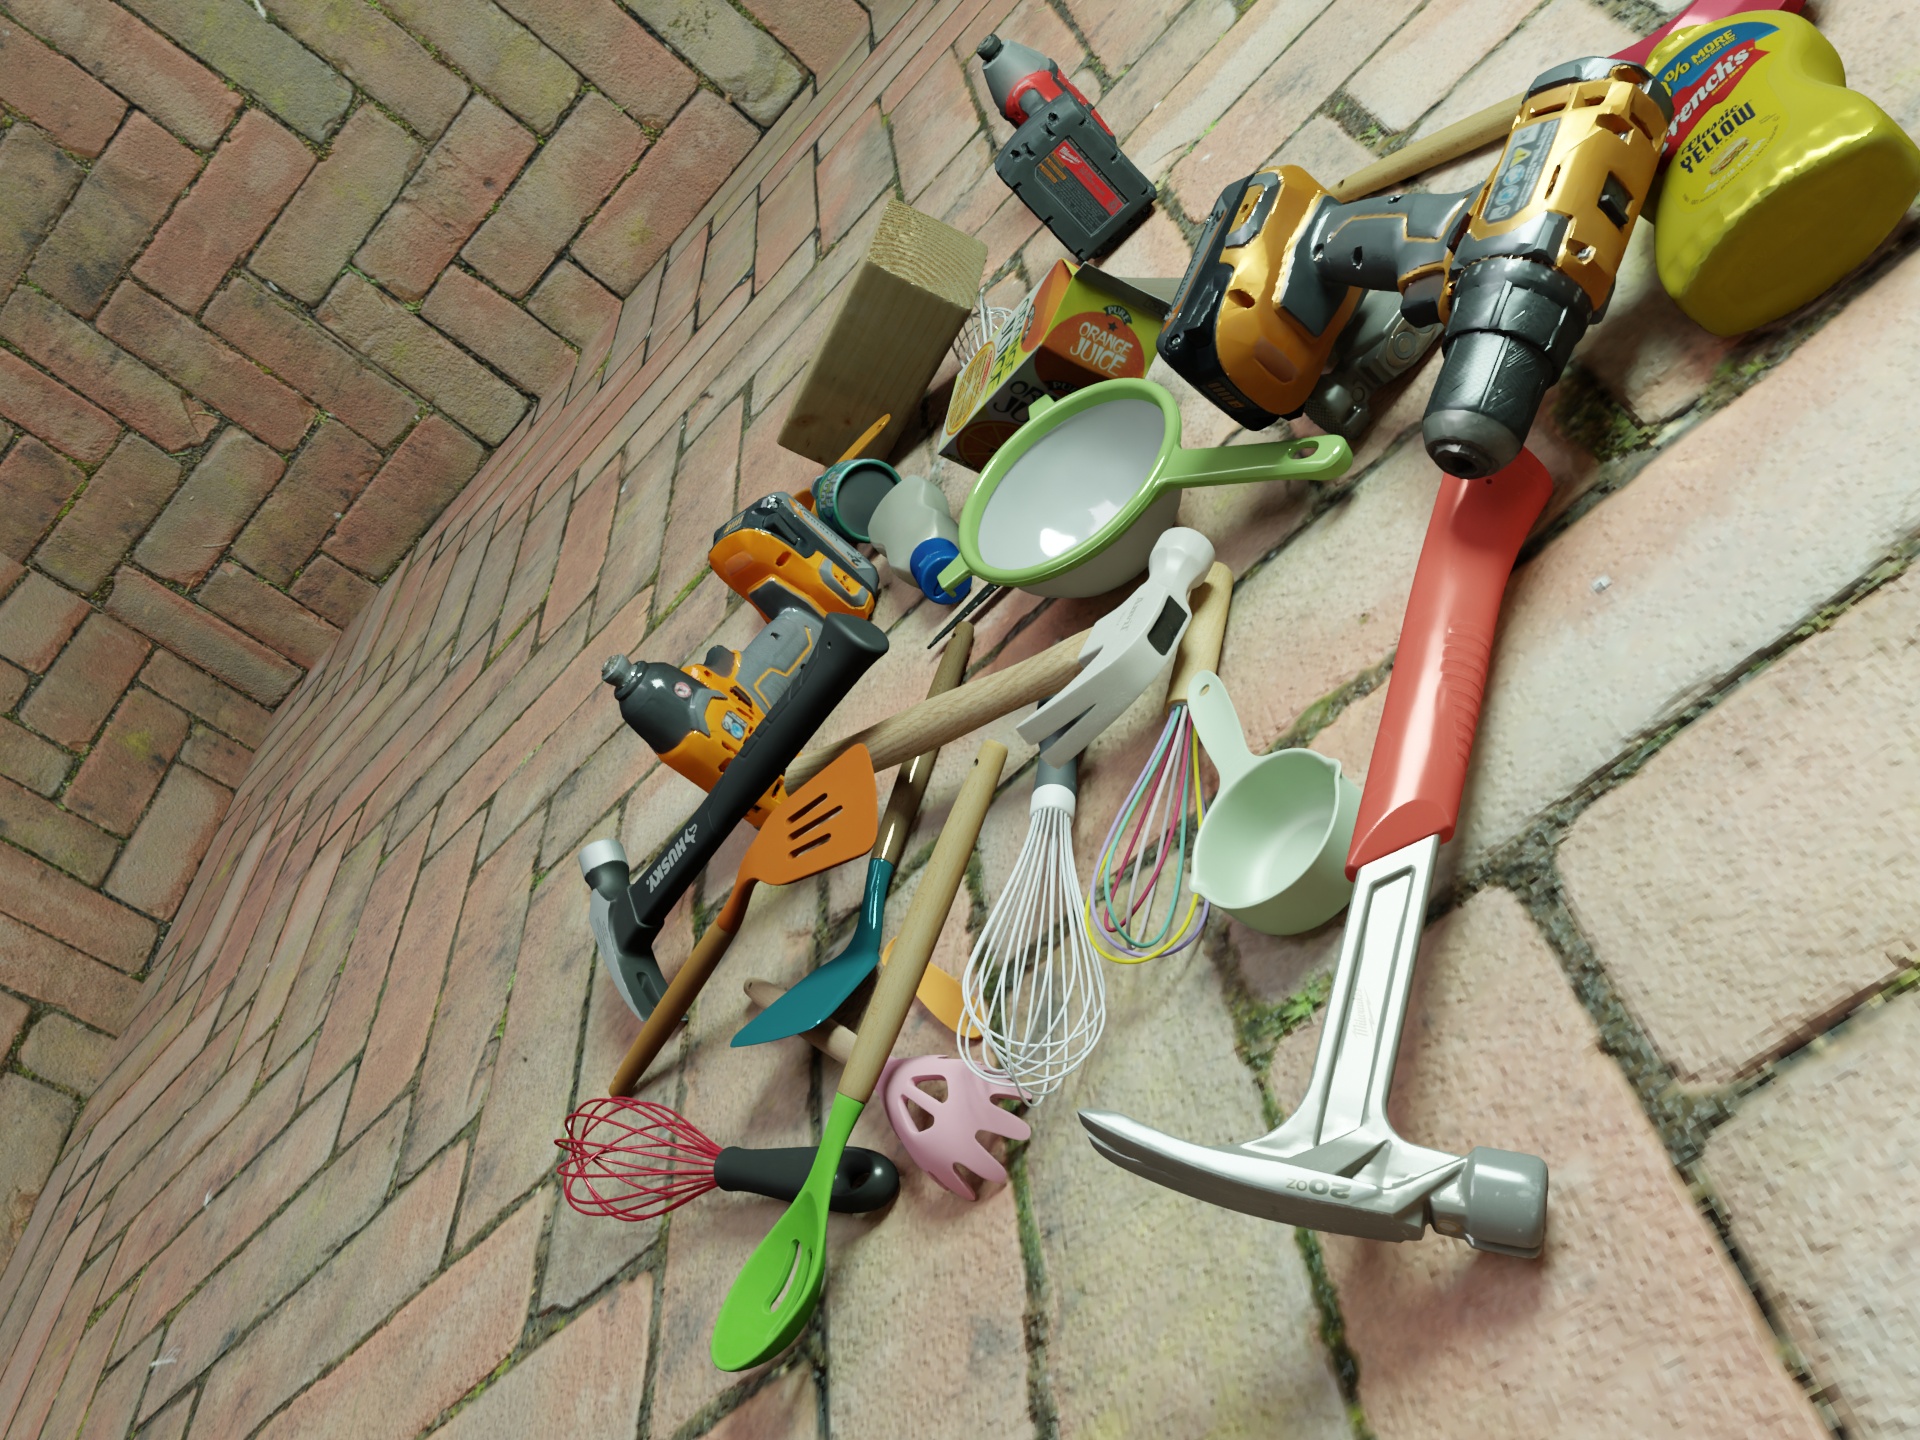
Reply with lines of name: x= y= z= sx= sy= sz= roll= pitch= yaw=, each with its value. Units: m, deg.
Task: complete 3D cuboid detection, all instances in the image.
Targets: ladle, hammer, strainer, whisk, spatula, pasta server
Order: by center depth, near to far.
hammer: x=0.164 y=0.019 z=0.607 sx=0.149 sy=0.036 sz=0.359 roll=7 pitch=53 yaw=23
whisk: x=0.101 y=0.012 z=0.765 sx=0.047 sy=0.051 sz=0.245 roll=-33 pitch=29 yaw=45
whisk: x=0.043 y=0.067 z=0.784 sx=0.070 sy=0.070 sz=0.285 roll=-35 pitch=27 yaw=32
pasta server: x=-0.056 y=0.176 z=0.842 sx=0.060 sy=0.040 sz=0.316 roll=-59 pitch=23 yaw=-11
ladle: x=0.311 y=-0.332 z=0.853 sx=0.315 sy=0.031 sz=0.069 roll=-5 pitch=61 yaw=59
whisk: x=-0.135 y=0.241 z=0.861 sx=0.296 sy=0.073 sz=0.073 roll=-12 pitch=48 yaw=45
hammer: x=-0.001 y=-0.003 z=0.886 sx=0.331 sy=0.031 sz=0.130 roll=-24 pitch=29 yaw=48
strainer: x=0.114 y=-0.121 z=0.889 sx=0.256 sy=0.069 sz=0.151 roll=2 pitch=57 yaw=45
spatula: x=-0.046 y=0.058 z=0.944 sx=0.082 sy=0.044 sz=0.318 roll=-23 pitch=39 yaw=45
spatula: x=-0.141 y=0.139 z=0.958 sx=0.322 sy=0.041 sz=0.081 roll=-54 pitch=31 yaw=35
hammer: x=-0.142 y=0.054 z=0.990 sx=0.334 sy=0.035 sz=0.146 roll=-48 pitch=52 yaw=34
hammer: x=0.169 y=-0.265 z=0.991 sx=0.146 sy=0.038 sz=0.411 roll=-52 pitch=26 yaw=1
whisk: x=0.024 y=-0.246 z=1.195 sx=0.058 sy=0.059 sz=0.247 roll=-9 pitch=43 yaw=6

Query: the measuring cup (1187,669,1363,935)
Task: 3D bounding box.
measuring cup: x=0.132 y=0.030 z=0.699 sx=0.083 sy=0.038 sz=0.168 roll=-44 pitch=26 yaw=19

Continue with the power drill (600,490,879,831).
power drill: x=-0.153 y=-0.052 z=1.119 sx=0.084 sy=0.164 sz=0.227 roll=-26 pitch=35 yaw=42

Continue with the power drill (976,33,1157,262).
power drill: x=0.075 y=-0.468 z=1.270 sx=0.078 sy=0.143 sz=0.220 roll=-39 pitch=32 yaw=22

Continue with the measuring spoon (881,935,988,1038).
measuring spoon: x=-0.012 y=0.140 z=0.832 sx=0.021 sy=0.011 sz=0.117 roll=-55 pitch=30 yaw=-4

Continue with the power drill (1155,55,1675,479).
power drill: x=0.193 y=-0.188 z=0.726 sx=0.226 sy=0.084 sz=0.185 roll=4 pitch=68 yaw=56

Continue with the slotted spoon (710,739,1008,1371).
slotted spoon: x=-0.040 y=0.154 z=0.750 sx=0.070 sy=0.031 sz=0.314 roll=1 pitch=66 yaw=65

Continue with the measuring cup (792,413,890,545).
measuring cup: x=-0.100 y=-0.171 z=1.299 sx=0.173 sy=0.052 sz=0.095 roll=-47 pitch=27 yaw=10
